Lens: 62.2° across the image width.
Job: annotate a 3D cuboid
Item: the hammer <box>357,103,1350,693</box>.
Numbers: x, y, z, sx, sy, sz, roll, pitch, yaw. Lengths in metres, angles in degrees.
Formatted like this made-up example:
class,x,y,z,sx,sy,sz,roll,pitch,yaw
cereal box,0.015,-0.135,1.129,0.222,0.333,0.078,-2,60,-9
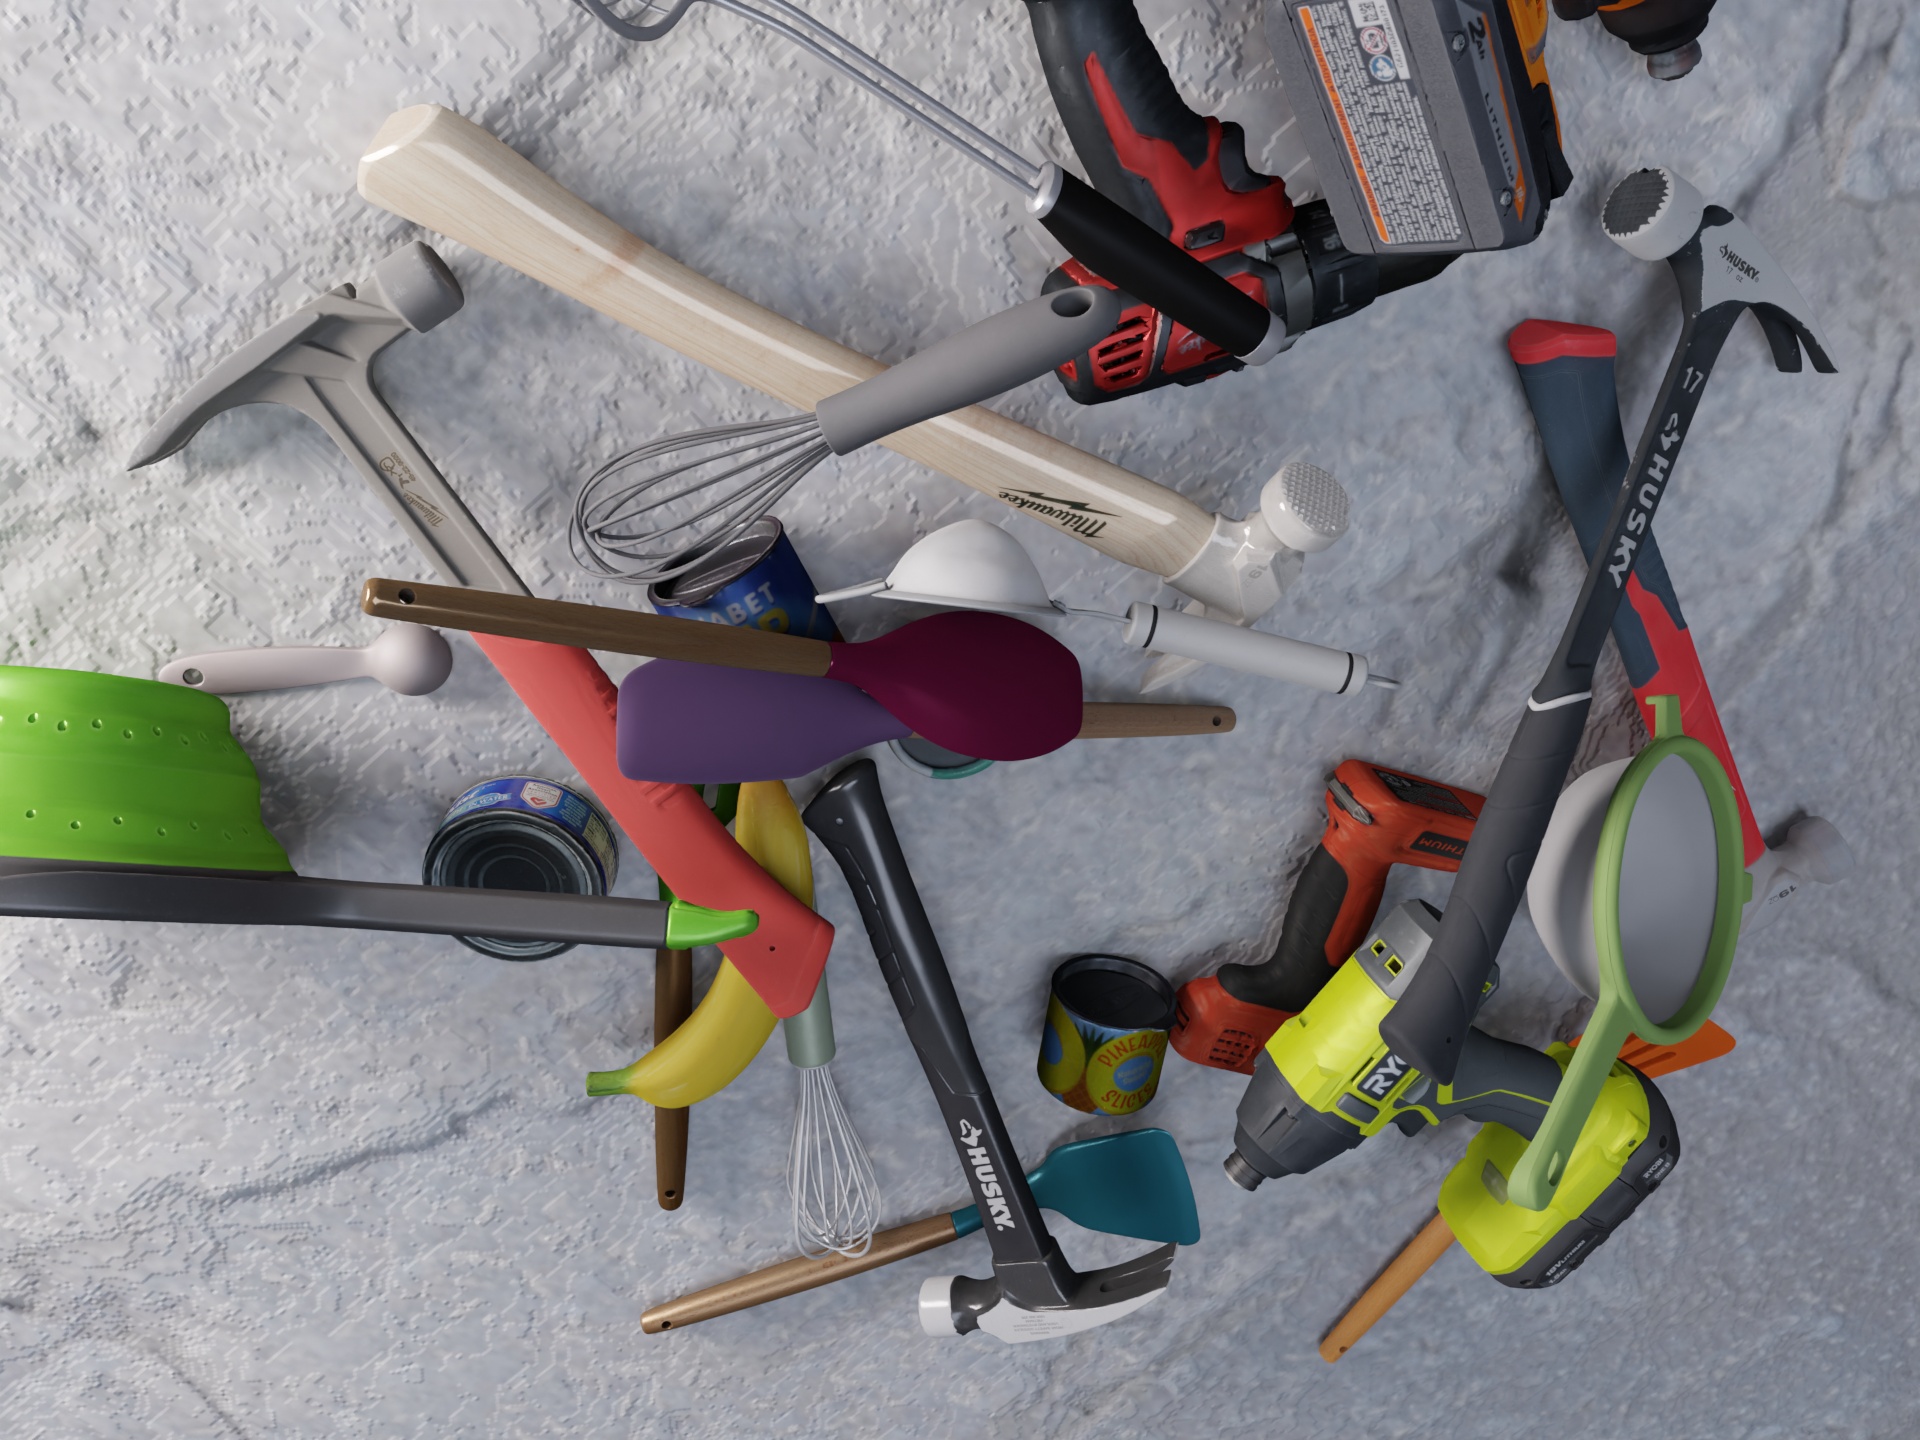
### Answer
class,x,y,z,sx,sy,sz,roll,pitch,yaw
hammer,-0.048,-0.132,0.668,0.410,0.038,0.146,24,144,-14

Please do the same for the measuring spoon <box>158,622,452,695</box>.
class,x,y,z,sx,sy,sz,roll,pitch,yaw
measuring spoon,-0.288,-0.021,0.699,0.124,0.018,0.034,-5,116,-8

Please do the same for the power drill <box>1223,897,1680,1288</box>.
class,x,y,z,sx,sy,sz,roll,pitch,yaw
power drill,0.255,0.208,0.834,0.223,0.080,0.171,32,104,-27

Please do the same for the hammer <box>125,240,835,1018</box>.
class,x,y,z,sx,sy,sz,roll,pitch,yaw
hammer,-0.178,-0.011,0.679,0.149,0.037,0.359,-33,105,5

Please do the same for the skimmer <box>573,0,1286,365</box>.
class,x,y,z,sx,sy,sz,roll,pitch,yaw
skimmer,-0.001,-0.222,0.532,0.363,0.090,0.127,24,64,-30

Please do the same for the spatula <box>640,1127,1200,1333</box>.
class,x,y,z,sx,sy,sz,roll,pitch,yaw
spatula,-0.027,0.297,0.892,0.317,0.044,0.082,-17,112,-1

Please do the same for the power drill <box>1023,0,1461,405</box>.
class,x,y,z,sx,sy,sz,roll,pitch,yaw
power drill,0.107,-0.253,0.638,0.188,0.080,0.226,-18,120,-2

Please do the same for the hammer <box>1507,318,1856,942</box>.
class,x,y,z,sx,sy,sz,roll,pitch,yaw
hammer,0.343,-0.027,0.814,0.143,0.038,0.386,-30,117,6

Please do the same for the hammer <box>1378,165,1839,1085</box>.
class,x,y,z,sx,sy,sz,roll,pitch,yaw
hammer,0.283,-0.028,0.725,0.149,0.036,0.409,19,93,-30

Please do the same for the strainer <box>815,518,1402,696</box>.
class,x,y,z,sx,sy,sz,roll,pitch,yaw
strainer,0.069,-0.045,0.682,0.258,0.087,0.050,13,96,-9

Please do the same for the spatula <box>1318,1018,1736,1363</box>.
class,x,y,z,sx,sy,sz,roll,pitch,yaw
spatula,0.324,0.283,0.958,0.081,0.041,0.322,29,108,-23

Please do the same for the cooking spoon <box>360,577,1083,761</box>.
class,x,y,z,sx,sy,sz,roll,pitch,yaw
cooking spoon,-0.079,-0.028,0.654,0.318,0.017,0.069,7,75,-30

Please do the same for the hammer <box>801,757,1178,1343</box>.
class,x,y,z,sx,sy,sz,roll,pitch,yaw
hammer,0.000,0.173,0.805,0.146,0.035,0.334,-13,108,22

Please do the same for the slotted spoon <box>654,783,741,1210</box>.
class,x,y,z,sx,sy,sz,roll,pitch,yaw
slotted spoon,-0.141,0.124,0.795,0.070,0.031,0.313,3,116,-8

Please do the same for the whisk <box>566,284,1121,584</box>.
class,x,y,z,sx,sy,sz,roll,pitch,yaw
whisk,-0.049,-0.111,0.613,0.239,0.055,0.055,-21,119,15

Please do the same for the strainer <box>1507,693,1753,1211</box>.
class,x,y,z,sx,sy,sz,roll,pitch,yaw
strainer,0.300,0.119,0.769,0.256,0.069,0.151,-53,123,-26

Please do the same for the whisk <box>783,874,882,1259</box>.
class,x,y,z,sx,sy,sz,roll,pitch,yaw
whisk,-0.077,0.181,0.828,0.058,0.059,0.246,-26,121,-41

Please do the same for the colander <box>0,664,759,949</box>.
class,x,y,z,sx,sy,sz,roll,pitch,yaw
colander,-0.279,0.036,0.649,0.397,0.204,0.094,4,84,-4

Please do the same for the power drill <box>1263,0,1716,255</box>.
class,x,y,z,sx,sy,sz,roll,pitch,yaw
power drill,0.221,-0.274,0.602,0.226,0.084,0.164,-50,128,-21

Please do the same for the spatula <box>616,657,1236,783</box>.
class,x,y,z,sx,sy,sz,roll,pitch,yaw
spatula,-0.001,-0.002,0.716,0.315,0.018,0.060,1,95,-30
